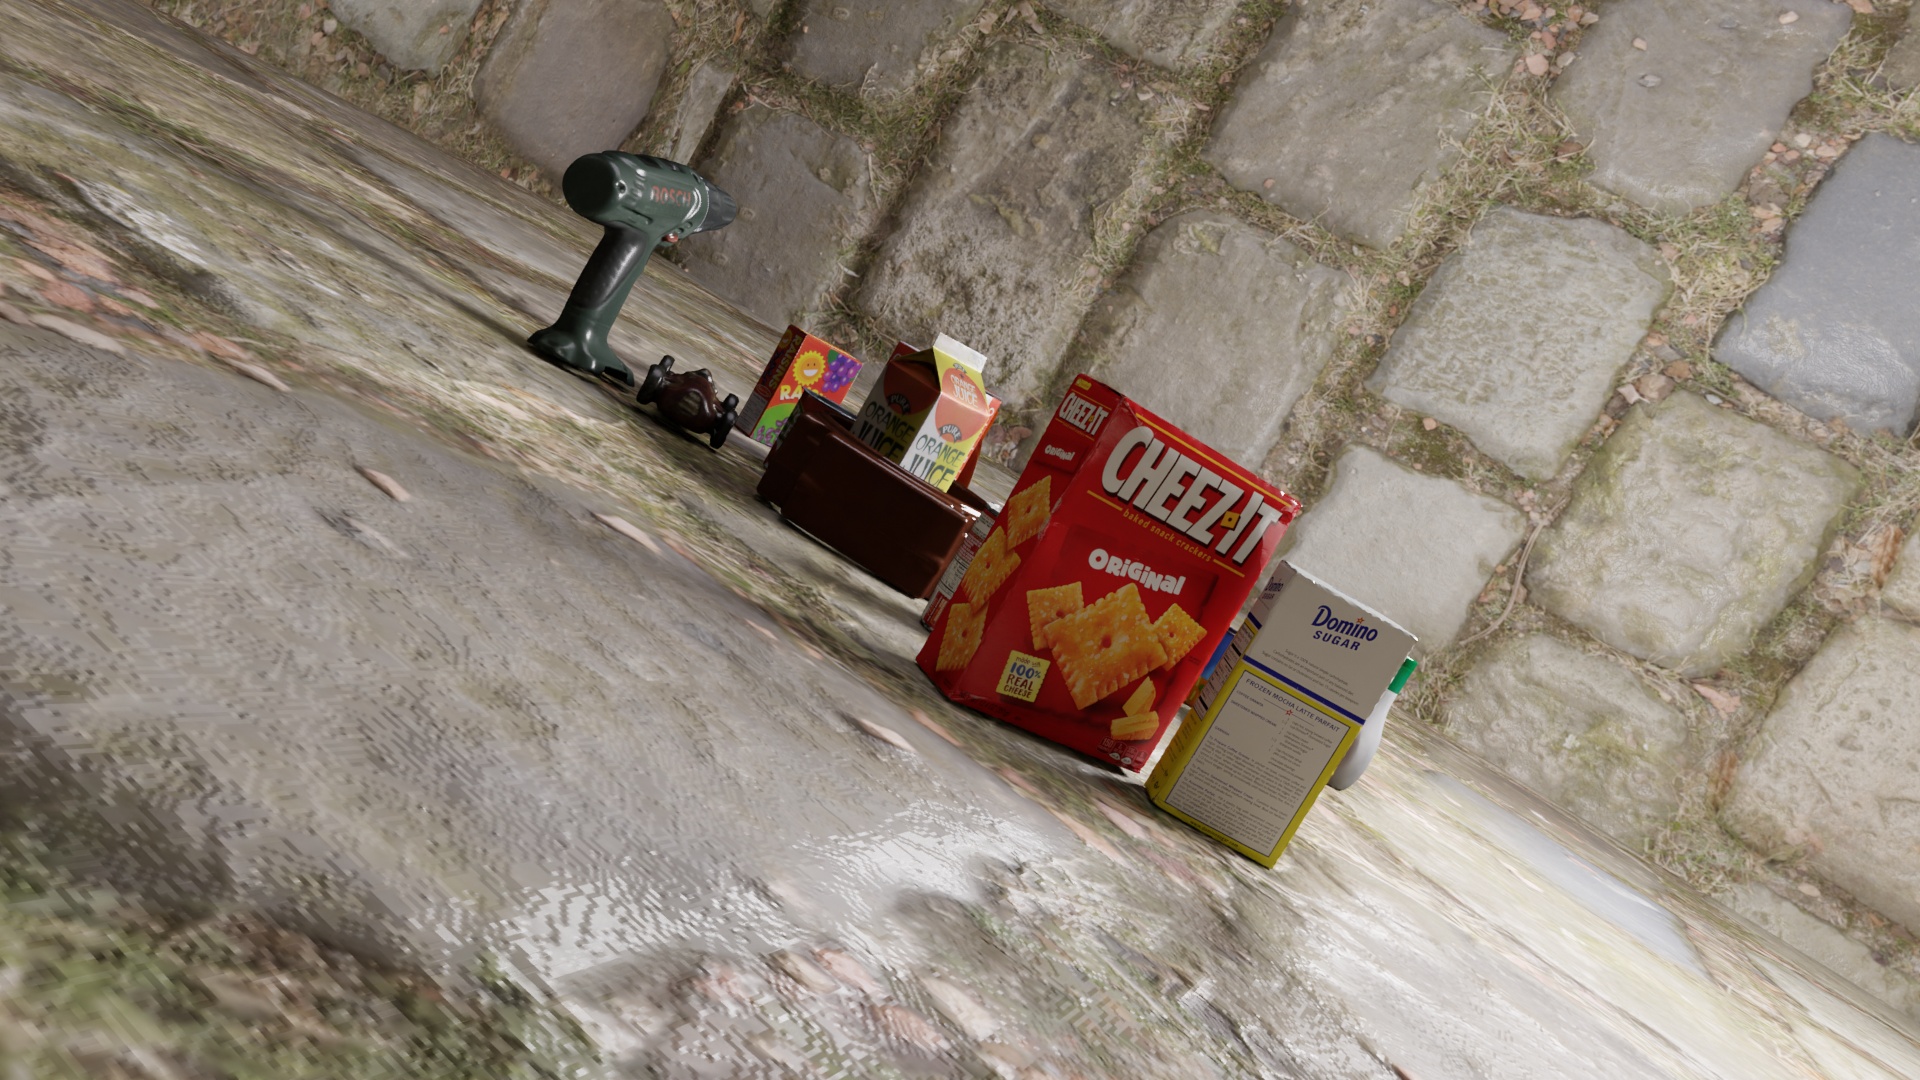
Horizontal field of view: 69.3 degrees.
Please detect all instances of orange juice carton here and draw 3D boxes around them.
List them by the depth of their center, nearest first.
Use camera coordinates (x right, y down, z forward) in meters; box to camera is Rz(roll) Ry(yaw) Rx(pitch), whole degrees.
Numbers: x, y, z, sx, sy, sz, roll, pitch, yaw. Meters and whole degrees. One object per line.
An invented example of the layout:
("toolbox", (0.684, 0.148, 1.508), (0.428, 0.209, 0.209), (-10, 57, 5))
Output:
("orange juice carton", (-0.044, -0.084, 1.190), (0.073, 0.192, 0.072), (35, 8, 38))

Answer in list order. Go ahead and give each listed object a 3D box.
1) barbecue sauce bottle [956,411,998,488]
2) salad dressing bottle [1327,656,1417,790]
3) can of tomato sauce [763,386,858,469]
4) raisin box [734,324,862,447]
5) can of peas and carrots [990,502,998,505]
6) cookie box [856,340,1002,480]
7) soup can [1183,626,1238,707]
("barbecue sauce bottle", (-0.009, -0.089, 1.557), (0.065, 0.148, 0.044), (26, 7, -33))
("salad dressing bottle", (0.395, 0.172, 1.365), (0.044, 0.147, 0.064), (27, 7, -27))
("can of tomato sauce", (-0.140, -0.093, 1.312), (0.071, 0.083, 0.071), (30, 6, -4))
("raisin box", (-0.170, -0.154, 1.462), (0.086, 0.123, 0.040), (24, 9, -44))
("can of peas and carrots", (0.049, 0.000, 1.536), (0.071, 0.058, 0.071), (30, 7, -4))
("cookie box", (-0.050, -0.094, 1.342), (0.123, 0.167, 0.040), (35, 8, 37))
("soup can", (0.242, 0.120, 1.368), (0.071, 0.083, 0.071), (30, 6, -4))
